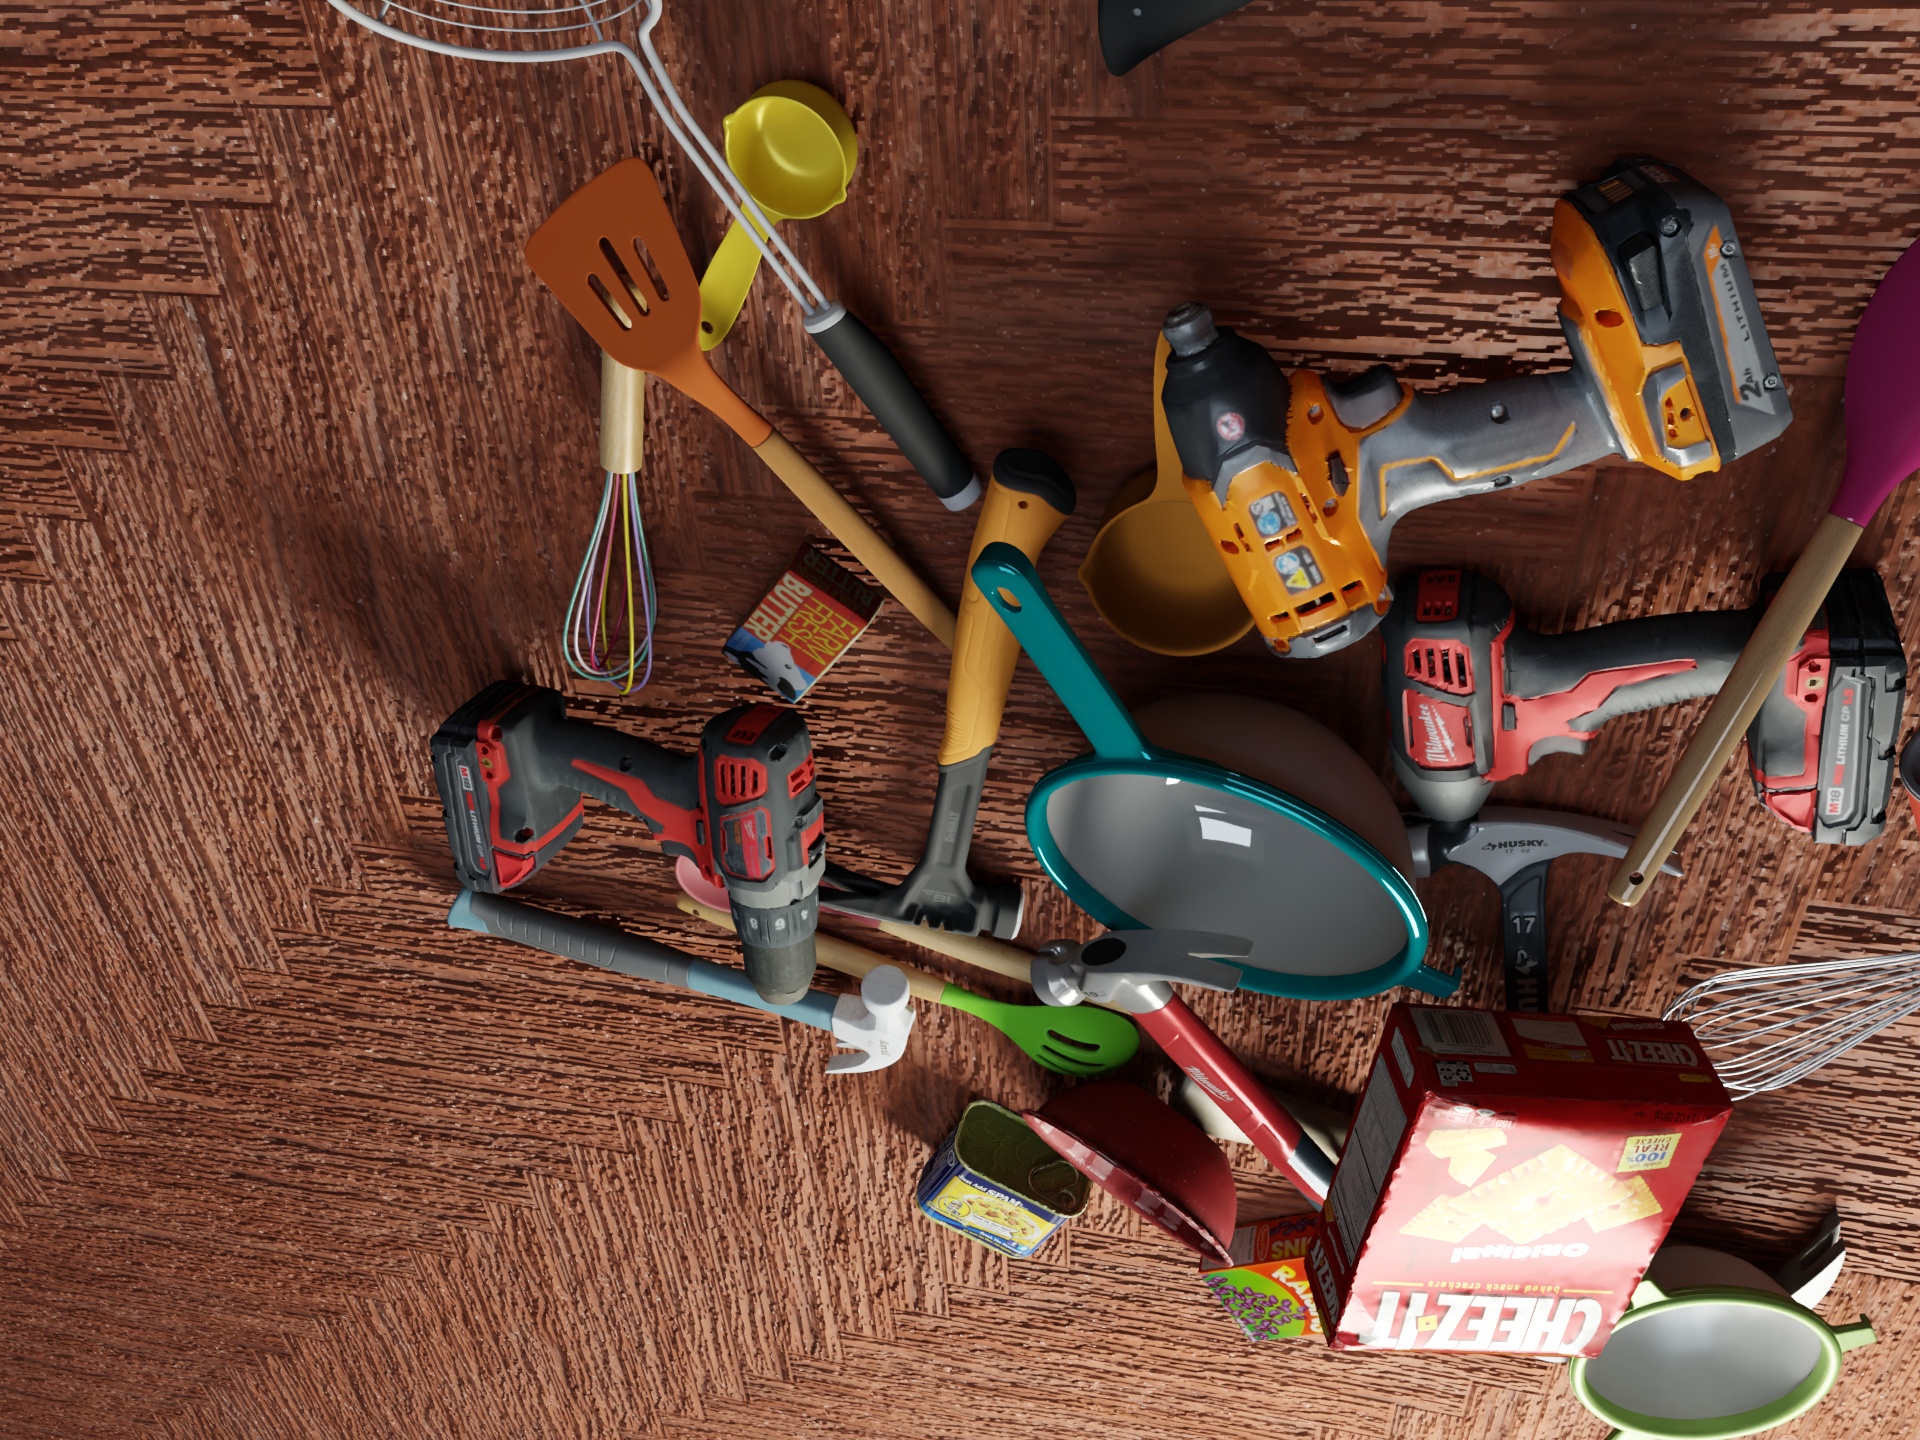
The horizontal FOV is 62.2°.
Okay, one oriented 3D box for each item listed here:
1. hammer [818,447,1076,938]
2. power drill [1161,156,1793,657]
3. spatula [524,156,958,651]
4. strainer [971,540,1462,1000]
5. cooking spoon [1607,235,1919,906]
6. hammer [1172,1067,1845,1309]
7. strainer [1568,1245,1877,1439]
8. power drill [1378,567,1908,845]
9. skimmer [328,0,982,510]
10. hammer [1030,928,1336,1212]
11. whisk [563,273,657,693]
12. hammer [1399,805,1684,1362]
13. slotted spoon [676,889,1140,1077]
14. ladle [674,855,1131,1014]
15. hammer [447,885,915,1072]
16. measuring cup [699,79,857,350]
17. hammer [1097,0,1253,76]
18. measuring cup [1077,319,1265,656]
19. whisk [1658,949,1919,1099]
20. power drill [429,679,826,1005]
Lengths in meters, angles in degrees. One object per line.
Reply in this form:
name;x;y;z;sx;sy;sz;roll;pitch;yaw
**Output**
hammer;-0.001;-0.003;0.856;0.127;0.034;0.336;10;133;-3
power drill;0.199;-0.137;0.656;0.226;0.084;0.164;-25;117;17
spatula;-0.081;-0.130;0.796;0.081;0.041;0.322;-29;123;26
strainer;0.113;0.011;0.788;0.211;0.095;0.340;-1;139;41
cooking spoon;0.354;-0.060;0.659;0.069;0.017;0.318;27;107;12
hammer;0.335;0.293;1.006;0.410;0.038;0.146;20;129;1
strainer;0.429;0.404;0.990;0.151;0.069;0.256;13;128;-3
power drill;0.314;-0.003;0.757;0.220;0.079;0.143;1;126;21
skimmer;-0.108;-0.200;0.683;0.127;0.090;0.362;1;143;44
hammer;0.205;0.252;0.942;0.143;0.038;0.386;-11;130;47
whisk;-0.183;-0.118;0.843;0.051;0.047;0.244;7;125;-4
hammer;0.336;0.224;0.922;0.149;0.036;0.408;-4;119;17
slotted spoon;-0.036;0.168;1.029;0.314;0.031;0.070;19;133;3
ladle;-0.025;0.131;0.996;0.315;0.031;0.069;19;126;0
hammer;-0.189;0.162;1.052;0.331;0.033;0.128;14;146;11
measuring cup;-0.094;-0.231;0.741;0.062;0.029;0.156;31;141;-10
hammer;0.200;-0.317;0.571;0.335;0.035;0.146;-17;120;27
measuring cup;0.105;-0.116;0.748;0.095;0.052;0.173;4;125;13
whisk;0.499;0.131;0.820;0.284;0.070;0.070;-26;116;26
power drill;-0.184;0.071;0.935;0.227;0.080;0.187;8;119;18
